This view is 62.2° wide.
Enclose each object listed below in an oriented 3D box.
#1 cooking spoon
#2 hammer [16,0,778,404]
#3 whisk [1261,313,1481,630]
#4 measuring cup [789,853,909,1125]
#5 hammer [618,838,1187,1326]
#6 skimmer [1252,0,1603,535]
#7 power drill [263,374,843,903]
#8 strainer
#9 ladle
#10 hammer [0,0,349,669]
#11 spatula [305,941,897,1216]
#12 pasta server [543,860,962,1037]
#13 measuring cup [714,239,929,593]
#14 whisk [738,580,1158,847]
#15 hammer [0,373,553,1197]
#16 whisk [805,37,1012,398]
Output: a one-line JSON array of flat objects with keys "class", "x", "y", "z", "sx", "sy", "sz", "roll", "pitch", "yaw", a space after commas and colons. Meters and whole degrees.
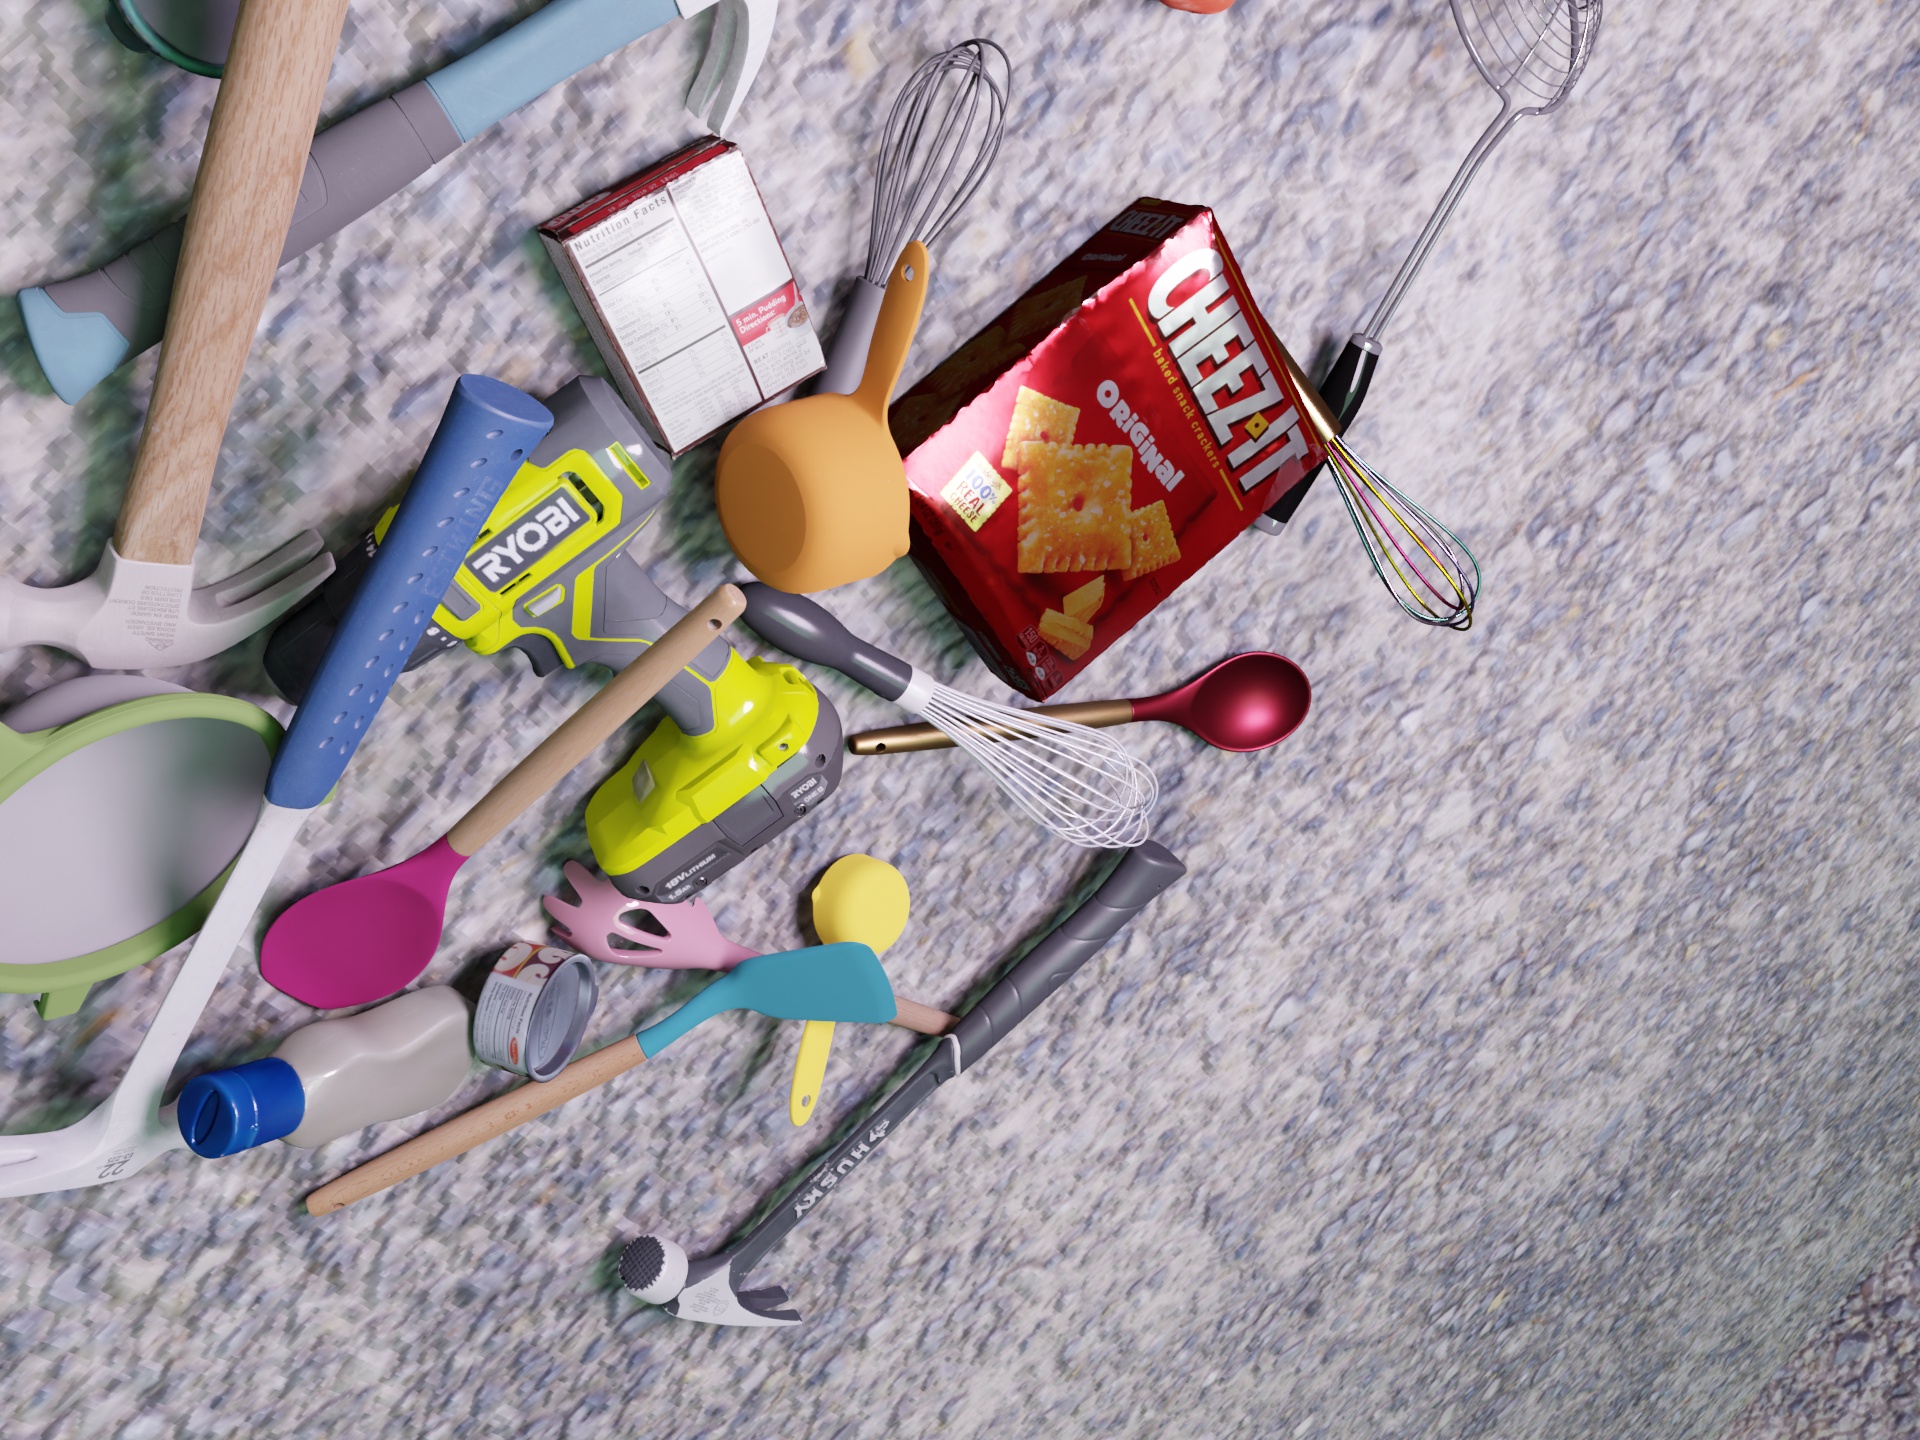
[{"class": "cooking spoon", "x": -0.206, "y": 0.040, "z": 0.707, "sx": 0.319, "sy": 0.017, "sz": 0.068, "roll": -38, "pitch": 121, "yaw": 22}, {"class": "hammer", "x": -0.212, "y": -0.228, "z": 0.611, "sx": 0.331, "sy": 0.033, "sz": 0.128, "roll": -35, "pitch": 143, "yaw": -8}, {"class": "whisk", "x": 0.221, "y": -0.144, "z": 0.897, "sx": 0.051, "sy": 0.047, "sz": 0.244, "roll": -34, "pitch": 108, "yaw": 20}, {"class": "measuring cup", "x": -0.065, "y": 0.153, "z": 0.895, "sx": 0.062, "sy": 0.029, "sz": 0.156, "roll": 22, "pitch": 79, "yaw": -47}, {"class": "hammer", "x": -0.016, "y": 0.222, "z": 0.976, "sx": 0.409, "sy": 0.036, "sz": 0.149, "roll": -43, "pitch": 138, "yaw": -3}, {"class": "skimmer", "x": 0.243, "y": -0.280, "z": 0.899, "sx": 0.127, "sy": 0.090, "sz": 0.363, "roll": 6, "pitch": 121, "yaw": -39}, {"class": "power drill", "x": -0.177, "y": -0.020, "z": 0.731, "sx": 0.190, "sy": 0.080, "sz": 0.228, "roll": -36, "pitch": 127, "yaw": 1}, {"class": "strainer", "x": -0.357, "y": 0.010, "z": 0.593, "sx": 0.151, "sy": 0.069, "sz": 0.256, "roll": -43, "pitch": 156, "yaw": -15}, {"class": "ladle", "x": 0.077, "y": -0.001, "z": 0.943, "sx": 0.315, "sy": 0.031, "sz": 0.069, "roll": -6, "pitch": 115, "yaw": -29}, {"class": "hammer", "x": -0.267, "y": -0.155, "z": 0.579, "sx": 0.130, "sy": 0.031, "sz": 0.331, "roll": 1, "pitch": 128, "yaw": -44}, {"class": "spatula", "x": -0.189, "y": 0.191, "z": 0.836, "sx": 0.317, "sy": 0.044, "sz": 0.082, "roll": -25, "pitch": 140, "yaw": -9}, {"class": "pasta server", "x": -0.097, "y": 0.143, "z": 0.909, "sx": 0.316, "sy": 0.040, "sz": 0.060, "roll": 28, "pitch": 98, "yaw": -44}, {"class": "measuring cup", "x": -0.058, "y": -0.130, "z": 0.694, "sx": 0.052, "sy": 0.095, "sz": 0.173, "roll": -25, "pitch": 151, "yaw": -41}, {"class": "whisk", "x": -0.001, "y": -0.002, "z": 0.854, "sx": 0.284, "sy": 0.070, "sz": 0.070, "roll": 29, "pitch": 97, "yaw": -29}, {"class": "hammer", "x": -0.280, "y": 0.040, "z": 0.647, "sx": 0.405, "sy": 0.035, "sz": 0.144, "roll": -56, "pitch": 158, "yaw": 17}, {"class": "whisk", "x": -0.036, "y": -0.201, "z": 0.746, "sx": 0.055, "sy": 0.055, "sz": 0.239, "roll": 10, "pitch": 113, "yaw": -37}]
